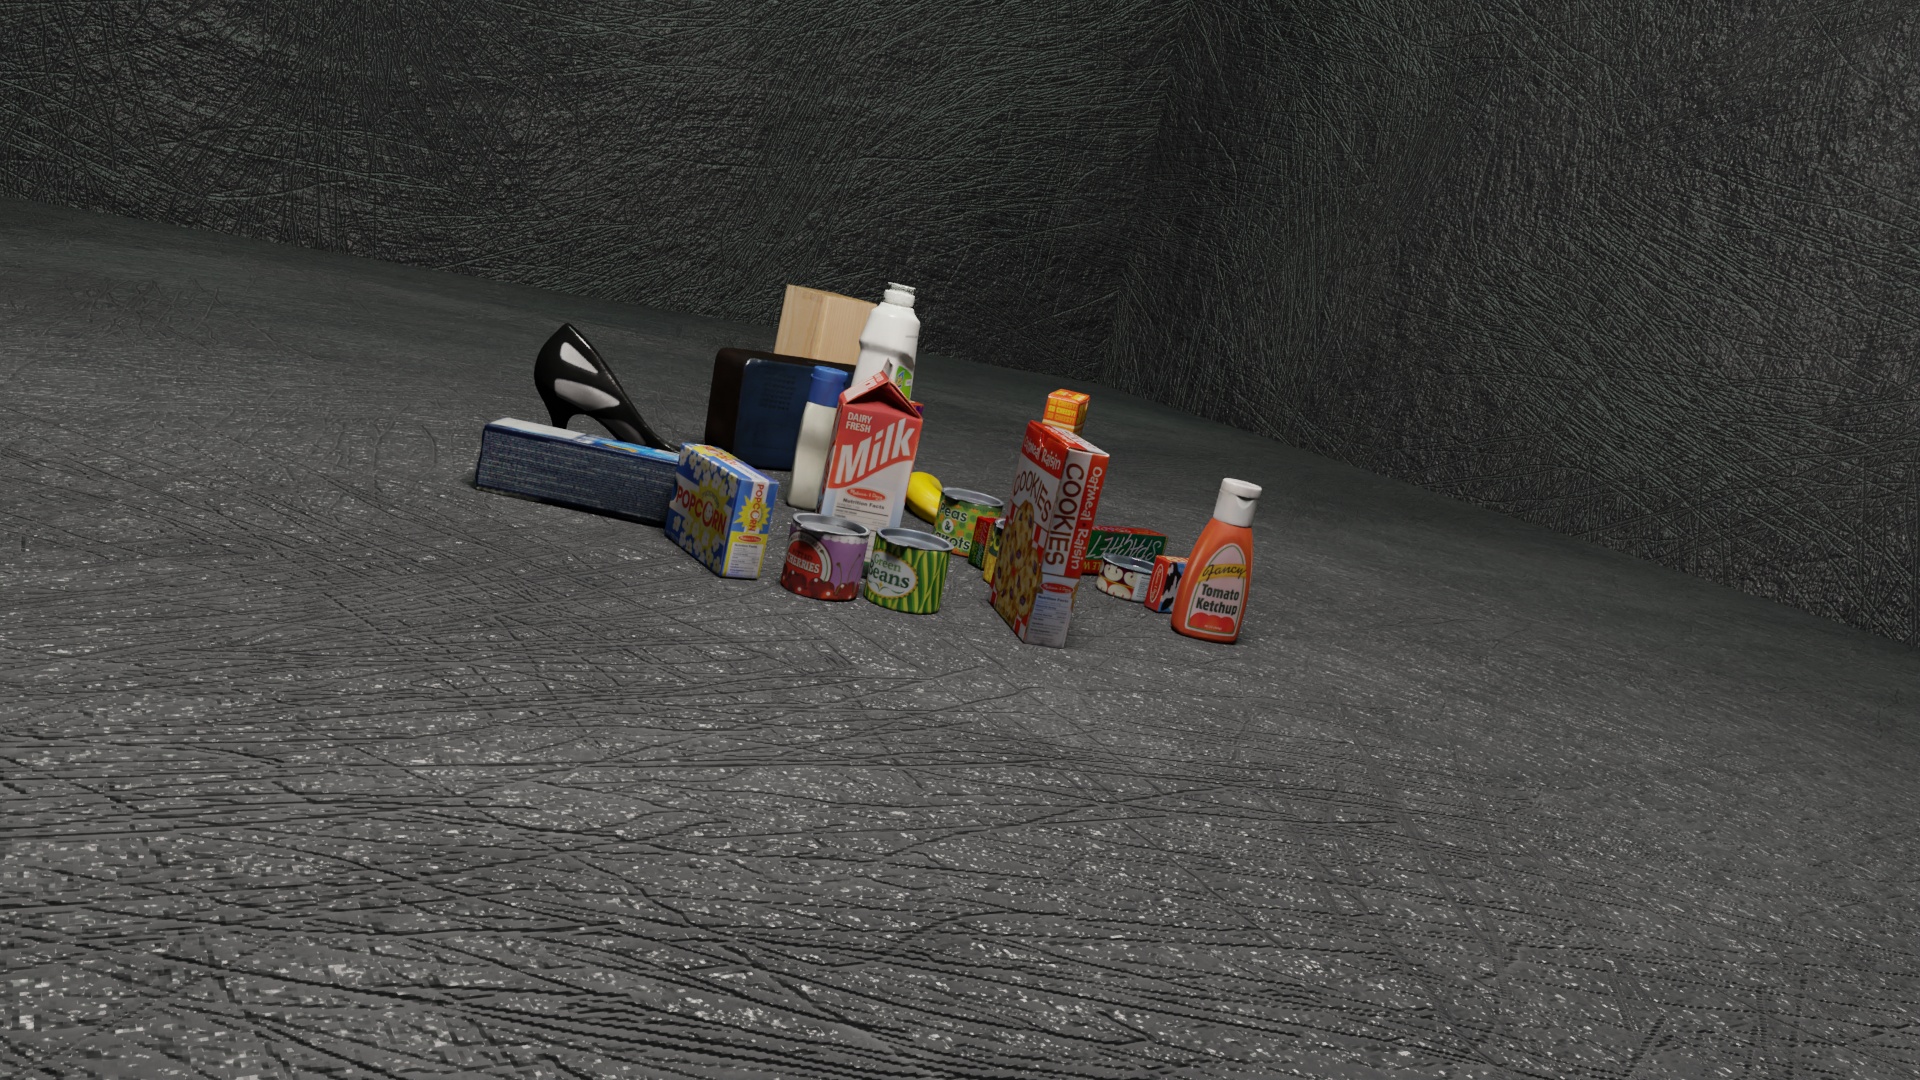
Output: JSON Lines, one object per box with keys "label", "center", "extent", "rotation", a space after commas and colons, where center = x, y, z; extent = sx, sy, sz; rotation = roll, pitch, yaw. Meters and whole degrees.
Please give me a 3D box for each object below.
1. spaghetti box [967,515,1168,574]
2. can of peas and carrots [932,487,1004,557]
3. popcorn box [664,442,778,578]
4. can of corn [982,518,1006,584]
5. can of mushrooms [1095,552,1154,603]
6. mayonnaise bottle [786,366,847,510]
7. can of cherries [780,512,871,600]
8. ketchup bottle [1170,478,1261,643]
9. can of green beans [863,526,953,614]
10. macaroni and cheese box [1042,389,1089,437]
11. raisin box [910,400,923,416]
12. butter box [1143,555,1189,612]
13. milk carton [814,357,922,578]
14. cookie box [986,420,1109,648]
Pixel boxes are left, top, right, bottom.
{"label": "spaghetti box", "center": [0.116, 0.008, 1.441], "extent": [0.250, 0.050, 0.029], "rotation": [4, 14, -38]}
{"label": "can of peas and carrots", "center": [0.005, -0.018, 1.426], "extent": [0.071, 0.058, 0.071], "rotation": [12, 11, -2]}
{"label": "popcorn box", "center": [-0.204, -0.026, 1.174], "extent": [0.038, 0.085, 0.127], "rotation": [5, 14, -35]}
{"label": "can of corn", "center": [0.057, 0.016, 1.322], "extent": [0.071, 0.058, 0.071], "rotation": [12, 11, -2]}
{"label": "can of mushrooms", "center": [0.170, 0.038, 1.401], "extent": [0.071, 0.033, 0.071], "rotation": [12, 11, -2]}
{"label": "mayonnaise bottle", "center": [-0.151, -0.108, 1.467], "extent": [0.041, 0.147, 0.065], "rotation": [12, 11, -1]}
{"label": "can of cherries", "center": [-0.114, 0.013, 1.148], "extent": [0.071, 0.058, 0.071], "rotation": [12, 11, -2]}
{"label": "ketchup bottle", "center": [0.242, 0.018, 1.284], "extent": [0.065, 0.148, 0.043], "rotation": [11, 11, -9]}
{"label": "can of green beans", "center": [-0.044, 0.025, 1.169], "extent": [0.071, 0.057, 0.071], "rotation": [12, 11, -2]}
{"label": "macaroni and cheese box", "center": [0.108, -0.086, 1.596], "extent": [0.040, 0.166, 0.124], "rotation": [14, 11, 8]}
{"label": "raisin box", "center": [-0.088, -0.096, 1.539], "extent": [0.040, 0.123, 0.086], "rotation": [18, 12, 25]}
{"label": "butter box", "center": [0.231, 0.045, 1.381], "extent": [0.104, 0.053, 0.024], "rotation": [4, 14, -36]}
{"label": "milk carton", "center": [-0.082, -0.068, 1.240], "extent": [0.073, 0.190, 0.072], "rotation": [11, 11, -10]}
{"label": "cookie box", "center": [0.071, -0.008, 1.179], "extent": [0.040, 0.167, 0.123], "rotation": [10, 11, -15]}
